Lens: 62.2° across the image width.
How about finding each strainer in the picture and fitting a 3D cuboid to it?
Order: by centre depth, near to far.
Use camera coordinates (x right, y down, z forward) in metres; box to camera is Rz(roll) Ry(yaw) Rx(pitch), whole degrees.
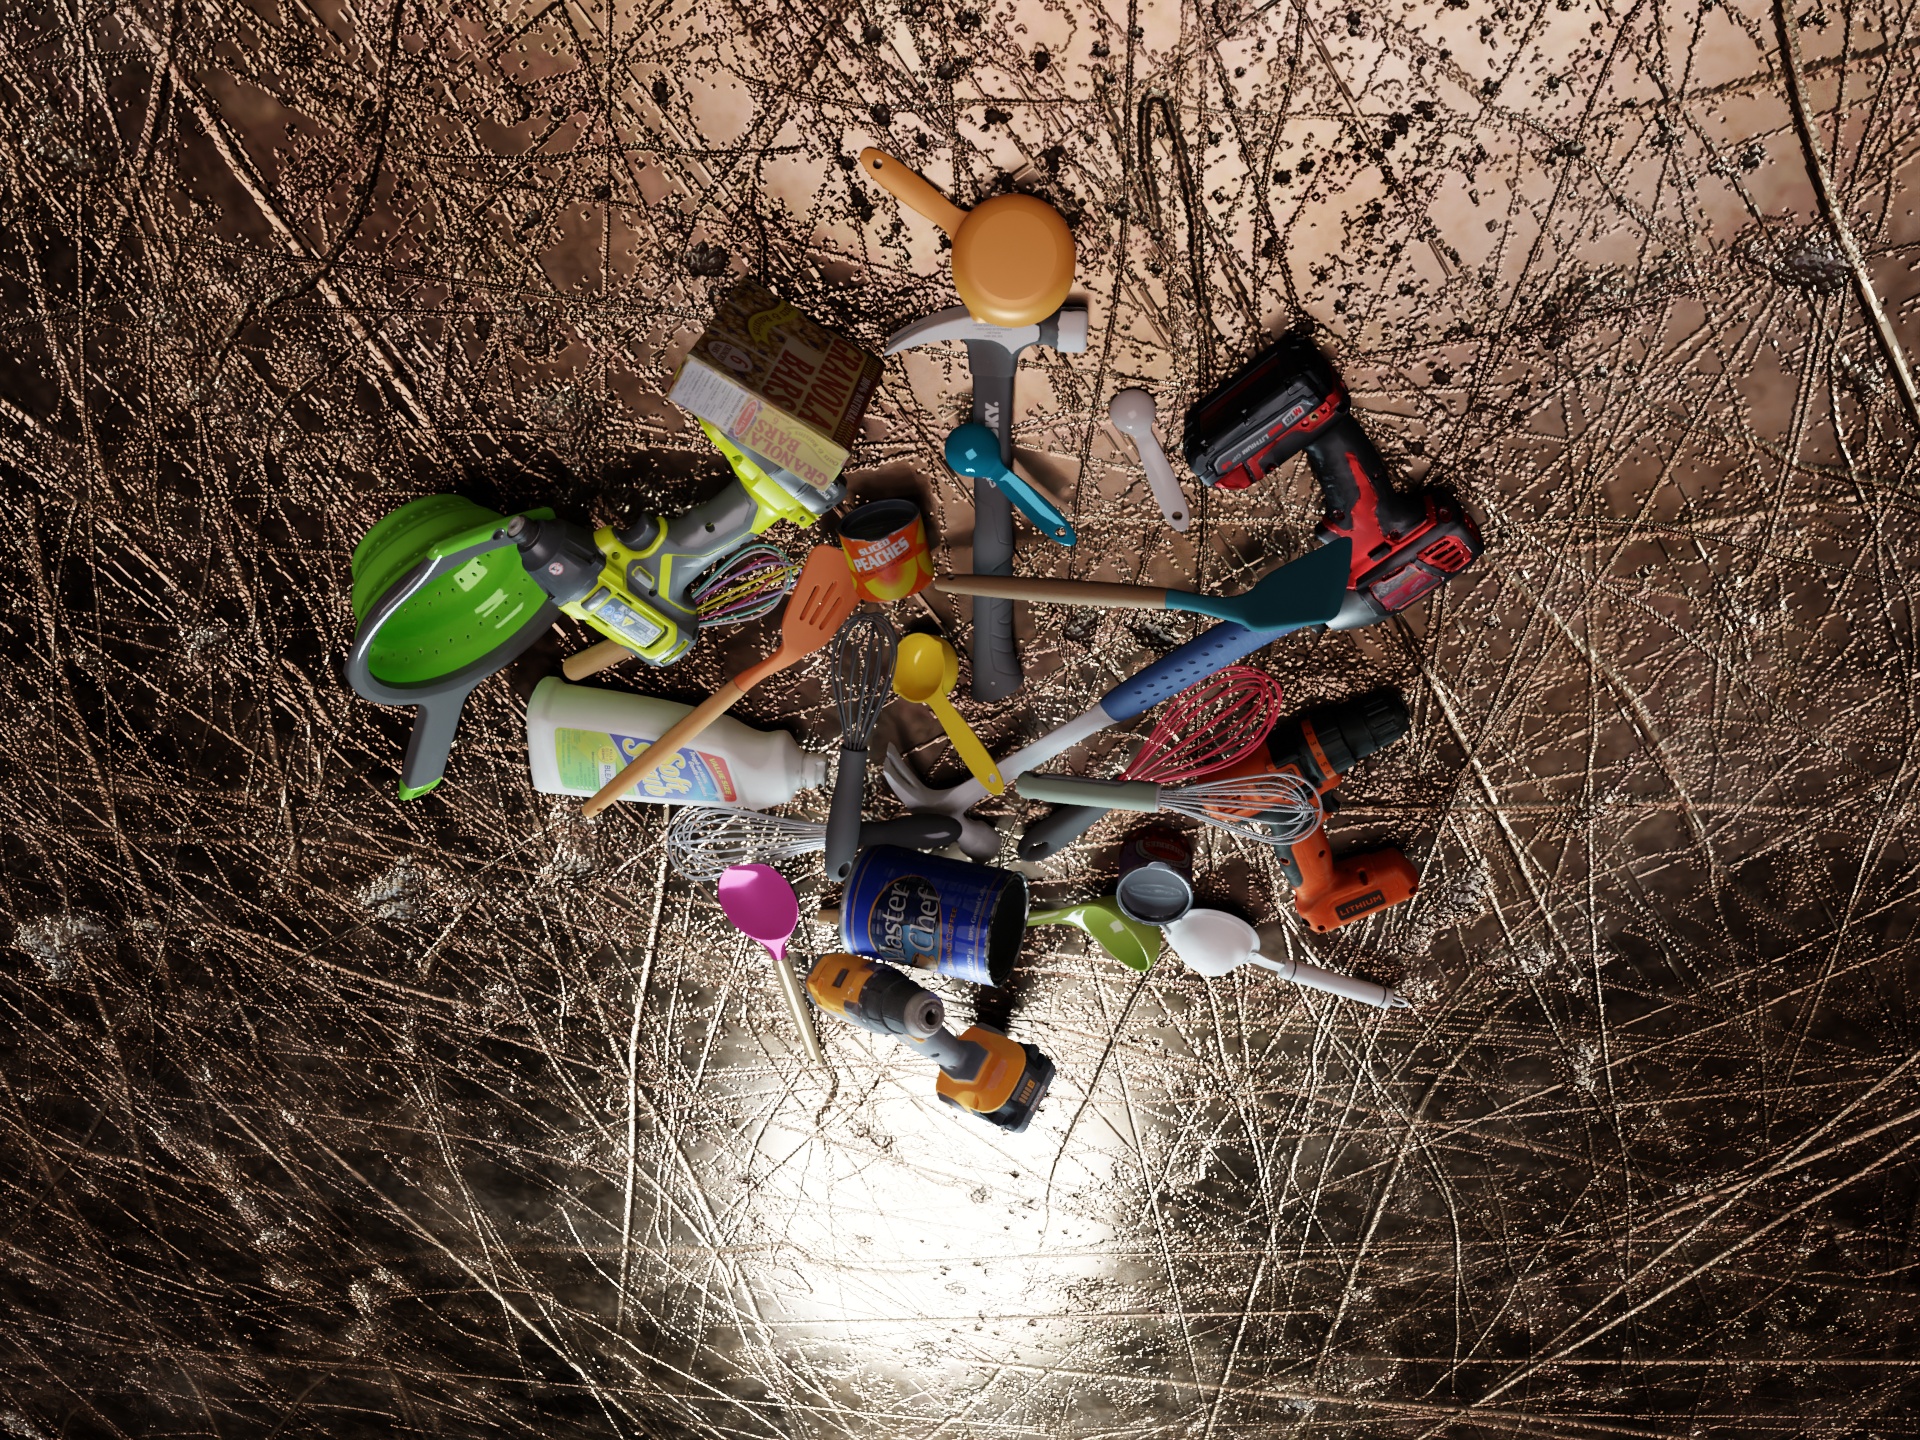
[{"bbox_3d":[0.291,0.225,1.448,0.258,0.050,0.086,17,140,-8],"label":"strainer"}]

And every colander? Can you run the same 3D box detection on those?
[{"bbox_3d":[-0.441,-0.067,1.316,0.094,0.204,0.397,51,139,14],"label":"colander"}]

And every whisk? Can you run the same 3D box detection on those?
[{"bbox_3d":[0.167,0.062,1.282,0.246,0.058,0.059,5,102,8],"label":"whisk"},{"bbox_3d":[-0.234,-0.084,1.309,0.245,0.047,0.051,-22,120,24],"label":"whisk"},{"bbox_3d":[-0.089,0.024,1.311,0.055,0.055,0.239,9,108,1],"label":"whisk"},{"bbox_3d":[0.151,0.046,1.337,0.073,0.073,0.296,40,126,-18],"label":"whisk"},{"bbox_3d":[-0.132,0.100,1.387,0.284,0.070,0.070,-4,123,20],"label":"whisk"}]

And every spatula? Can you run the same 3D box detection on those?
[{"bbox_3d":[0.127,-0.101,1.179,0.317,0.082,0.044,5,143,20],"label":"spatula"},{"bbox_3d":[-0.199,-0.022,1.299,0.322,0.041,0.081,-38,149,19],"label":"spatula"}]

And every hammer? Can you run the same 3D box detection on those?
[{"bbox_3d":[0.019,-0.159,1.229,0.146,0.035,0.334,3,124,5],"label":"hammer"},{"bbox_3d":[0.108,-0.006,1.276,0.405,0.035,0.144,-32,123,34],"label":"hammer"}]

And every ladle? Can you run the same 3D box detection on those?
[{"bbox_3d":[0.023,0.191,1.451,0.320,0.062,0.078,-1,139,11],"label":"ladle"}]

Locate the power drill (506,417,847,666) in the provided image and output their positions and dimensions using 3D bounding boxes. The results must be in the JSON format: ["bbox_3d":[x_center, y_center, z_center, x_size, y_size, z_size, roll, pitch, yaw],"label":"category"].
[{"bbox_3d":[-0.211,-0.153,1.189,0.223,0.080,0.171,-38,135,14],"label":"power drill"}]

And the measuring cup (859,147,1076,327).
[{"bbox_3d":[0.002,-0.340,1.087,0.173,0.052,0.095,35,99,-6],"label":"measuring cup"}]

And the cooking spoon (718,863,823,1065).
[{"bbox_3d":[-0.165,0.233,1.485,0.069,0.017,0.318,-4,136,6],"label":"cooking spoon"}]

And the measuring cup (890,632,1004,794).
[{"bbox_3d":[-0.002,-0.004,1.285,0.062,0.029,0.157,-45,67,28],"label":"measuring cup"}]

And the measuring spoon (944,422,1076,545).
[{"bbox_3d":[0.039,-0.170,1.184,0.128,0.021,0.042,40,119,-18],"label":"measuring spoon"}]

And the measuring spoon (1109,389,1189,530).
[{"bbox_3d":[0.147,-0.192,1.199,0.034,0.018,0.124,-19,120,19],"label":"measuring spoon"}]

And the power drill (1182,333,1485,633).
[{"bbox_3d":[0.268,-0.161,1.172,0.143,0.079,0.219,-36,115,27],"label":"power drill"}]

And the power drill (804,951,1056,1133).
[{"bbox_3d":[-0.016,0.291,1.449,0.226,0.084,0.185,39,161,-26],"label":"power drill"}]
